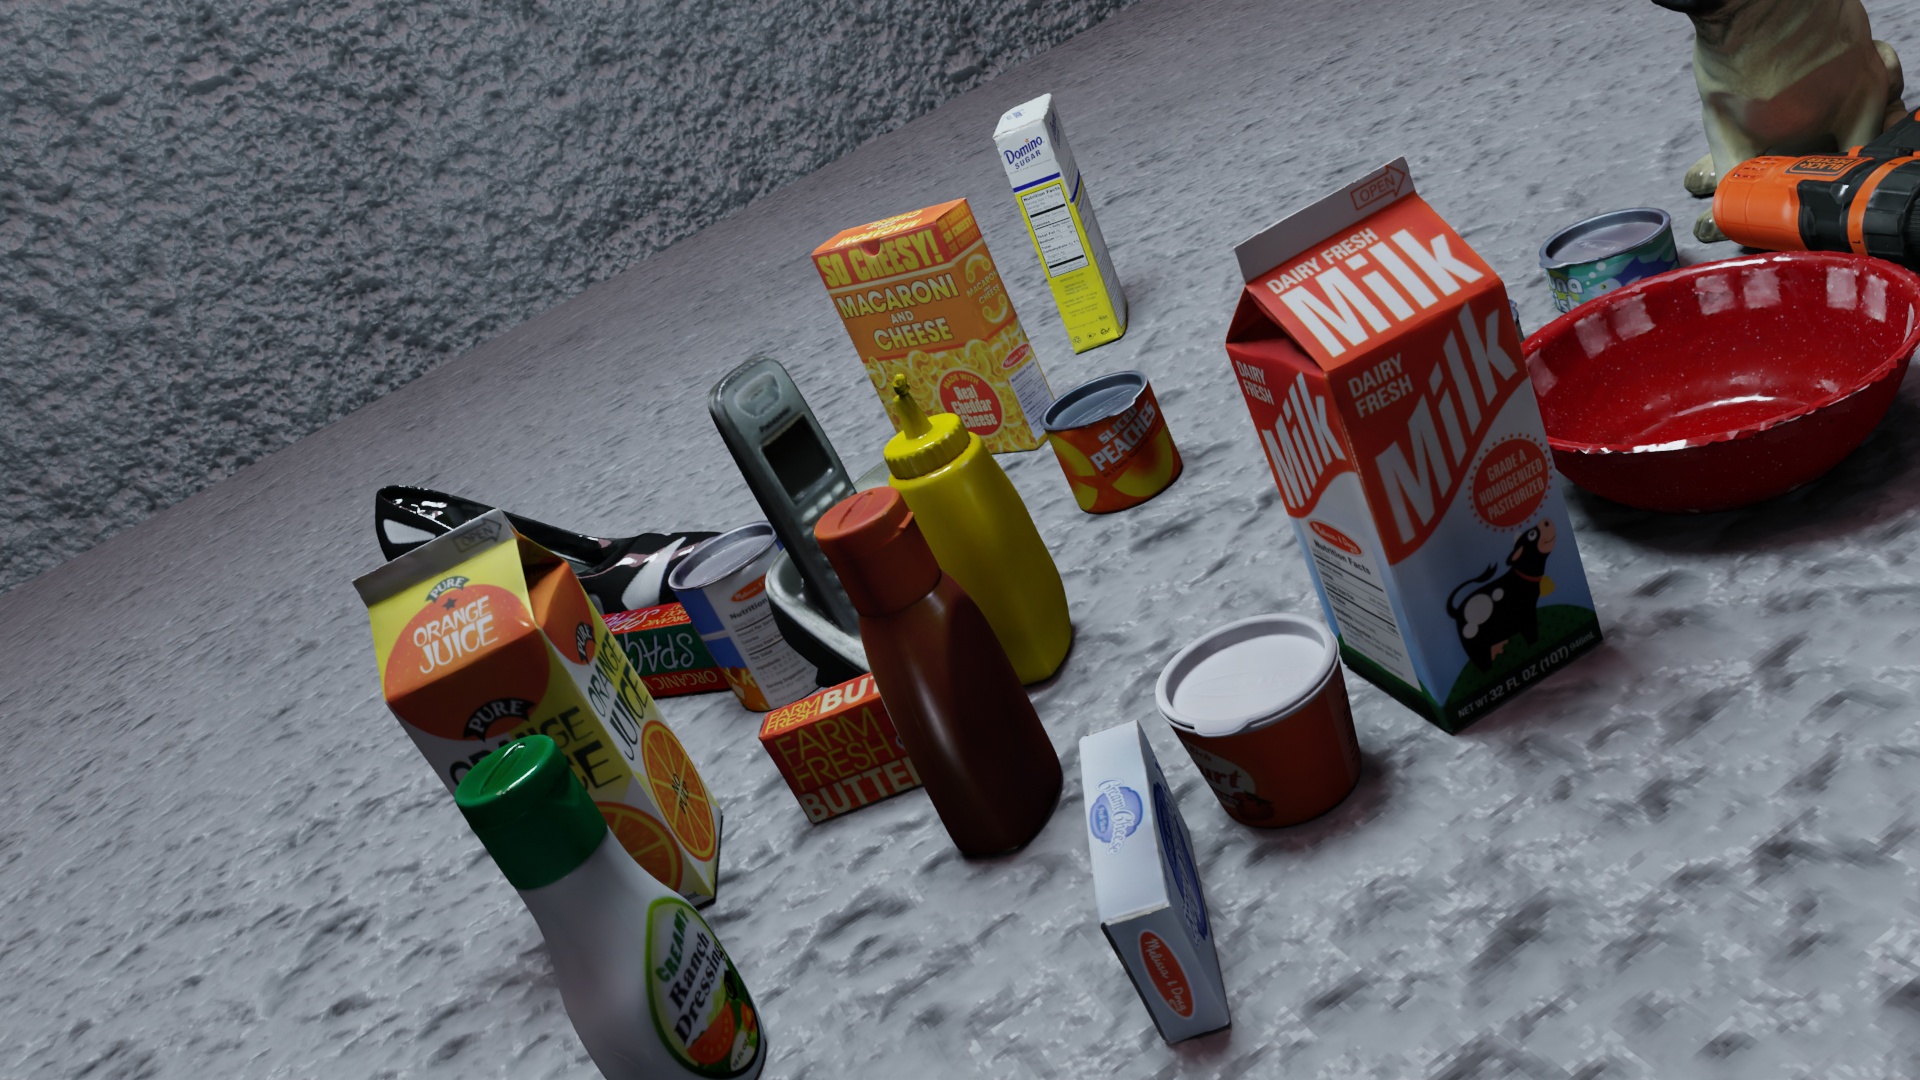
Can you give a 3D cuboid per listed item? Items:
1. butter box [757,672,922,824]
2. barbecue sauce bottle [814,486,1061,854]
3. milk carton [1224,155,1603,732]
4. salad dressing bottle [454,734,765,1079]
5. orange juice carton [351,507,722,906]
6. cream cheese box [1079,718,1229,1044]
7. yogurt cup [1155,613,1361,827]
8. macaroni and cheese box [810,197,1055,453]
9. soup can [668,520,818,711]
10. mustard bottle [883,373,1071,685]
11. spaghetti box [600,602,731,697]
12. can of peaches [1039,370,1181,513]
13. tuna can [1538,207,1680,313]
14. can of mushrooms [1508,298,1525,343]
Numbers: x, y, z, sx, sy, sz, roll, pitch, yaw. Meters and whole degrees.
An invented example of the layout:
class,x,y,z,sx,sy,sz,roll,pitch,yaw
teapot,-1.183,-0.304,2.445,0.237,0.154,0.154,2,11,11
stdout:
class,x,y,z,sx,sy,sz,roll,pitch,yaw
butter box,-0.033,0.086,0.621,0.103,0.053,0.024,-22,23,11
barbecue sauce bottle,-0.009,0.050,0.548,0.043,0.148,0.065,-13,25,29
milk carton,0.158,-0.035,0.500,0.072,0.190,0.073,-29,22,-8
salad dressing bottle,-0.120,0.135,0.482,0.044,0.147,0.064,-18,24,20
orange juice carton,-0.181,0.081,0.607,0.072,0.192,0.073,-25,22,3
cream cheese box,0.063,0.110,0.465,0.024,0.053,0.104,-22,23,11
yogurt cup,0.112,0.067,0.507,0.072,0.053,0.073,-22,23,10
macaroni and cheese box,-0.016,-0.136,0.938,0.123,0.166,0.040,-3,32,44
soup can,-0.111,0.041,0.762,0.071,0.083,0.071,-22,23,10
mustard bottle,0.002,-0.008,0.647,0.048,0.159,0.066,-16,24,24
spaghetti box,-0.233,0.076,0.859,0.249,0.050,0.029,-10,27,33
can of peaches,0.087,-0.056,0.794,0.071,0.058,0.071,-22,23,10
tuna can,0.350,-0.150,0.753,0.071,0.032,0.071,-22,23,10
can of mushrooms,0.264,-0.096,0.727,0.071,0.033,0.071,-22,23,10
